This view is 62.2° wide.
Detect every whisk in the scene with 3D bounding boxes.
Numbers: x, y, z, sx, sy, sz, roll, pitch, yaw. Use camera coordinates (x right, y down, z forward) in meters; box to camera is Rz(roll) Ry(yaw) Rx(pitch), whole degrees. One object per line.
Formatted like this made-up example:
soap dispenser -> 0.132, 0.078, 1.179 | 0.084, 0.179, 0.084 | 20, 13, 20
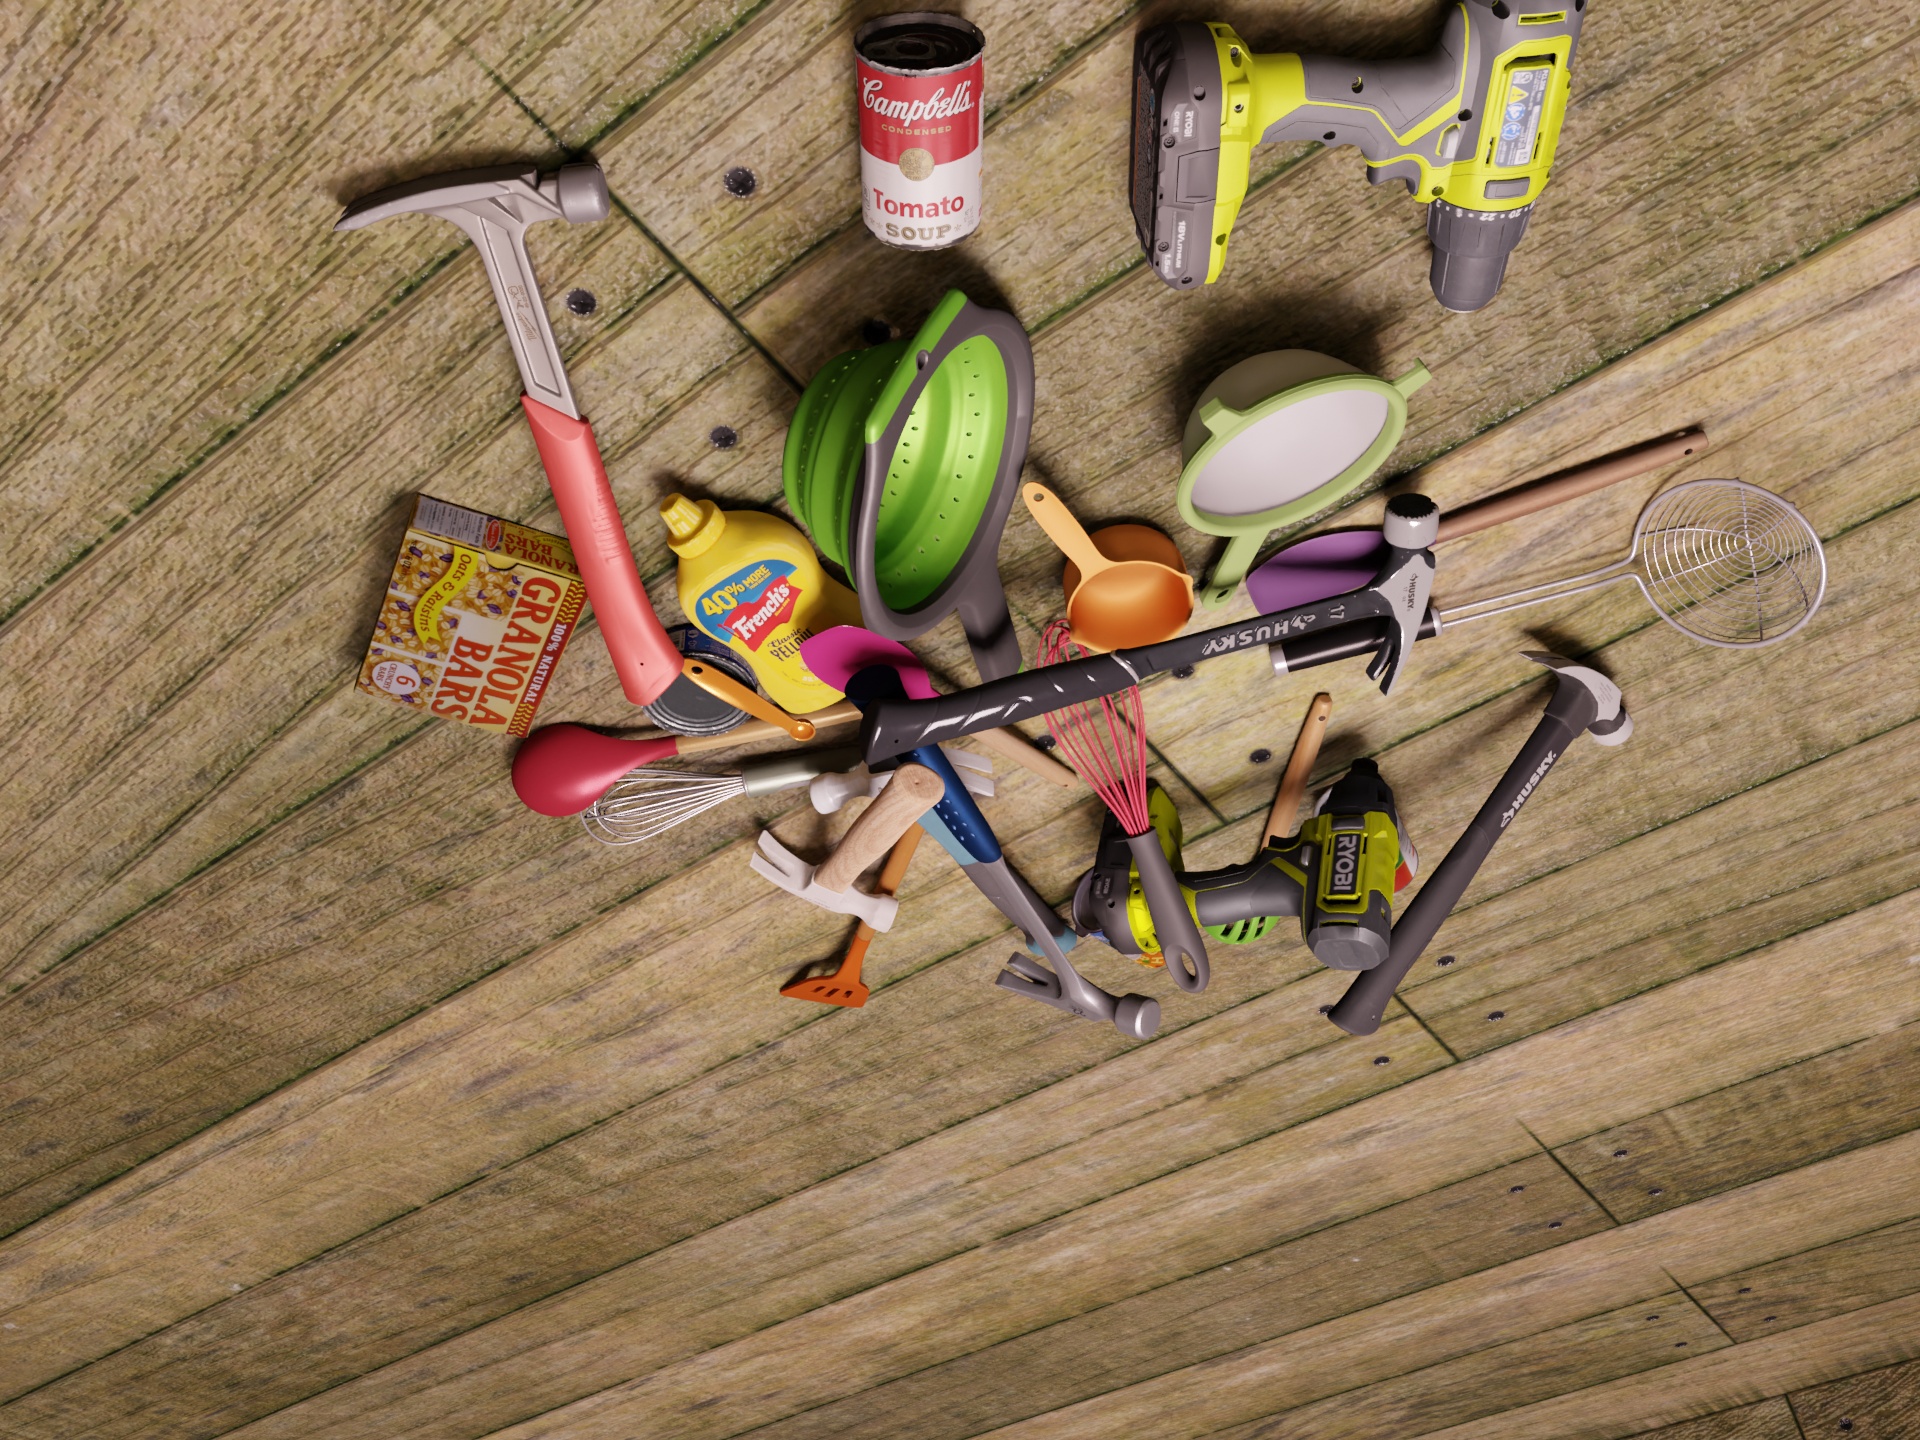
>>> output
whisk -> 0.124, 0.064, 1.163 | 0.073, 0.073, 0.296 | -19, 97, 15
whisk -> -0.173, 0.050, 1.231 | 0.246, 0.059, 0.058 | -11, 177, 0

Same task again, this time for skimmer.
skimmer -> 0.400, -0.076, 1.116 | 0.363, 0.090, 0.127 | -14, 112, 12

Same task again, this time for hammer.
hammer -> 0.129, -0.038, 1.068 | 0.409, 0.036, 0.149 | -15, 130, -9
hammer -> 0.013, 0.115, 1.298 | 0.128, 0.033, 0.330 | -18, 142, 19
hammer -> 0.019, 0.106, 1.189 | 0.144, 0.035, 0.405 | 10, 145, 40
hammer -> 0.385, 0.097, 1.206 | 0.146, 0.035, 0.335 | 36, 89, -42
hammer -> -0.075, 0.091, 1.182 | 0.130, 0.031, 0.331 | 22, 156, -8
hammer -> -0.248, -0.158, 0.978 | 0.149, 0.037, 0.358 | -8, 128, 2

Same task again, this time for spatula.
spatula -> -0.077, 0.163, 1.375 | 0.081, 0.041, 0.322 | 12, 130, -16
spatula -> 0.351, -0.139, 1.098 | 0.316, 0.018, 0.059 | -19, 134, 15

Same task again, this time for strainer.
strainer -> 0.189, -0.161, 1.038 | 0.151, 0.069, 0.256 | -14, 156, -14

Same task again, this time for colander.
colander -> -0.028, -0.121, 1.027 | 0.094, 0.204, 0.396 | 22, 159, 20

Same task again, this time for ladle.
ladle -> -0.187, 0.014, 1.195 | 0.315, 0.069, 0.031 | -12, 179, 0

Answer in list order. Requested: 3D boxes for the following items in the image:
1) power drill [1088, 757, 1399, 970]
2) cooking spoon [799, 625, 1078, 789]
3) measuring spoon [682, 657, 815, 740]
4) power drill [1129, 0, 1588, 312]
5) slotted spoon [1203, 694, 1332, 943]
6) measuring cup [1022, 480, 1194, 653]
power drill -> 0.224, 0.108, 1.232 | 0.223, 0.171, 0.080 | -5, 141, 27
cooking spoon -> -0.002, -0.004, 1.159 | 0.069, 0.017, 0.318 | -23, 147, 28
measuring spoon -> -0.152, -0.017, 1.138 | 0.116, 0.011, 0.021 | 31, 127, -28
power drill -> 0.213, -0.304, 0.872 | 0.228, 0.080, 0.190 | -6, 136, -3
slotted spoon -> 0.262, 0.094, 1.331 | 0.070, 0.031, 0.313 | 3, 135, -6
measuring cup -> 0.090, -0.117, 1.075 | 0.095, 0.052, 0.173 | -28, 130, 22
